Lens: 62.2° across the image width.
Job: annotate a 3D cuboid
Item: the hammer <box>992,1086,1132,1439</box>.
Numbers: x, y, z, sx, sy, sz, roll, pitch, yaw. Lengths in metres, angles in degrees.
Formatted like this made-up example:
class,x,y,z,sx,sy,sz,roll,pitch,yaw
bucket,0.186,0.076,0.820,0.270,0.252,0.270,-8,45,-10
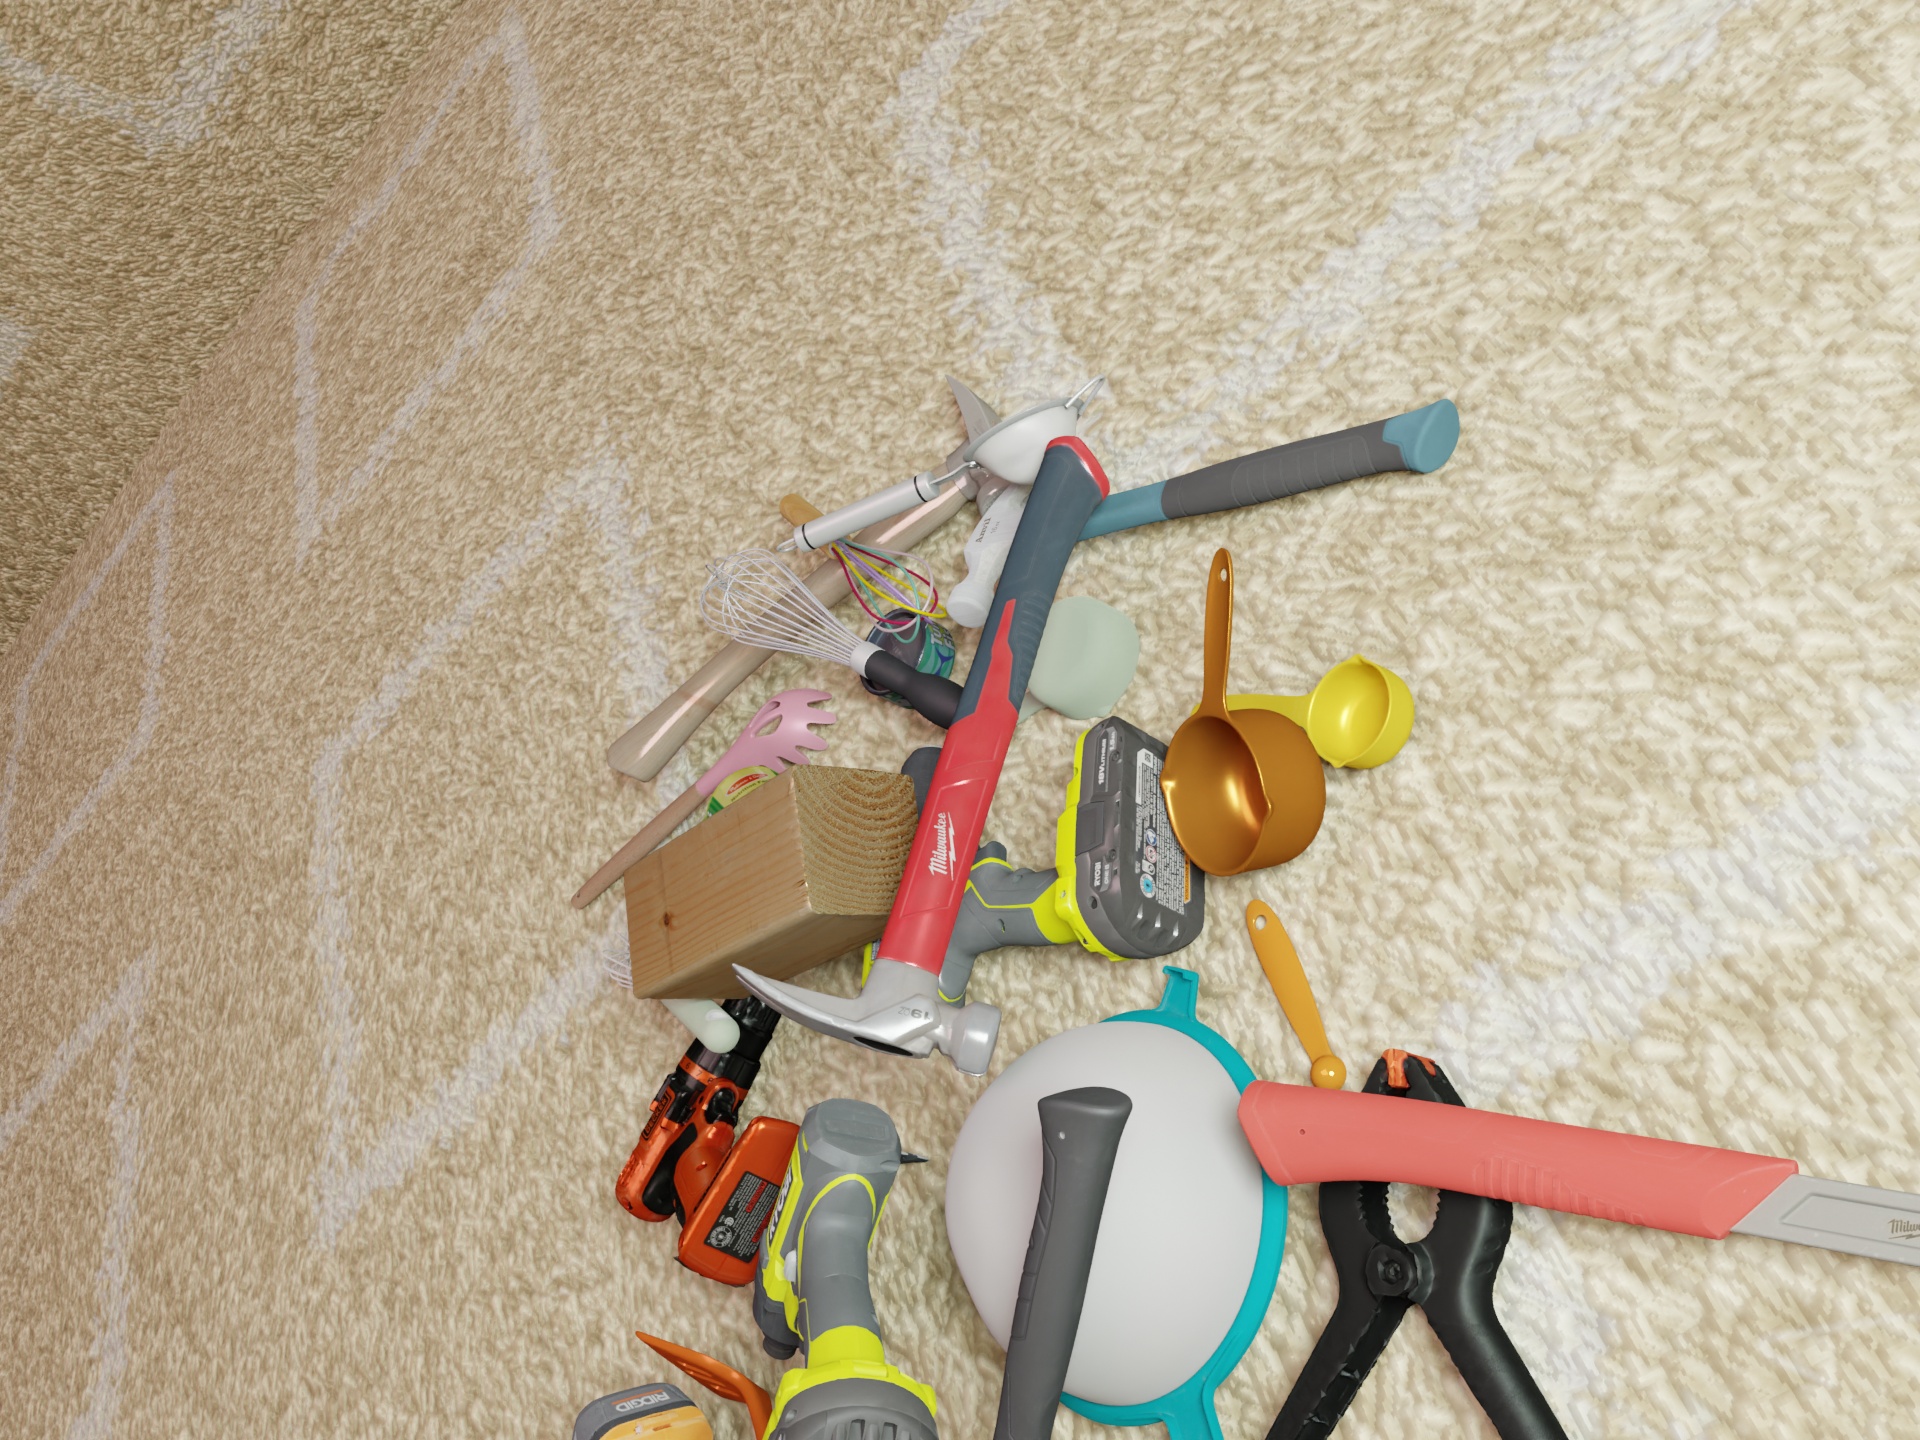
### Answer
class,x,y,z,sx,sy,sz,roll,pitch,yaw
hammer,0.035,0.322,0.738,0.146,0.035,0.334,26,112,45

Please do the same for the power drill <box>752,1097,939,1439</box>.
class,x,y,z,sx,sy,sz,roll,pitch,yaw
power drill,-0.072,0.334,0.835,0.223,0.080,0.171,-105,31,-63

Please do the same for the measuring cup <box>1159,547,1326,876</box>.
class,x,y,z,sx,sy,sz,roll,pitch,yaw
measuring cup,0.155,-0.005,0.846,0.095,0.052,0.173,14,105,61

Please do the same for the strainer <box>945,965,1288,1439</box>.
class,x,y,z,sx,sy,sz,roll,pitch,yaw
strainer,0.071,0.289,0.773,0.211,0.095,0.341,-47,38,27

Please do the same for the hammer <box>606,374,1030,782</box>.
class,x,y,z,sx,sy,sz,roll,pitch,yaw
hammer,-0.123,-0.091,1.205,0.410,0.038,0.146,-38,46,21

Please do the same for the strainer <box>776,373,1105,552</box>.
class,x,y,z,sx,sy,sz,roll,pitch,yaw
strainer,-0.014,-0.156,1.050,0.258,0.087,0.050,-19,84,24

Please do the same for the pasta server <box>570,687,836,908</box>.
class,x,y,z,sx,sy,sz,roll,pitch,yaw
pasta server,-0.212,0.070,1.254,0.316,0.040,0.060,-39,47,31

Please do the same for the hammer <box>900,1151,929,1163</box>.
class,x,y,z,sx,sy,sz,roll,pitch,yaw
hammer,-0.034,0.432,0.885,0.149,0.036,0.409,-41,47,23

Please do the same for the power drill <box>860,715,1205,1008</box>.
class,x,y,z,sx,sy,sz,roll,pitch,yaw
power drill,0.033,0.081,0.958,0.228,0.080,0.191,-22,51,40

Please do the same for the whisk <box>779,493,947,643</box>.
class,x,y,z,sx,sy,sz,roll,pitch,yaw
whisk,-0.074,-0.114,1.120,0.245,0.047,0.051,42,144,54

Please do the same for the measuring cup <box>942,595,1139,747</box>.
class,x,y,z,sx,sy,sz,roll,pitch,yaw
measuring cup,0.039,-0.021,1.026,0.167,0.038,0.083,-33,50,28

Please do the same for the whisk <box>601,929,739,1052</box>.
class,x,y,z,sx,sy,sz,roll,pitch,yaw
whisk,-0.205,0.191,1.129,0.246,0.057,0.059,15,103,63

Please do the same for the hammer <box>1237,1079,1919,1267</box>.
class,x,y,z,sx,sy,sz,roll,pitch,yaw
hammer,0.283,0.178,0.644,0.359,0.036,0.149,1,72,37

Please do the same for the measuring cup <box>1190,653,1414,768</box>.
class,x,y,z,sx,sy,sz,roll,pitch,yaw
measuring cup,0.187,-0.002,0.883,0.156,0.029,0.062,-1,75,58

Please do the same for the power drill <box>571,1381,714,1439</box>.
class,x,y,z,sx,sy,sz,roll,pitch,yaw
power drill,-0.154,0.523,0.921,0.226,0.084,0.185,25,106,47

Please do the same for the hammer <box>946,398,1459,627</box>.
class,x,y,z,sx,sy,sz,roll,pitch,yaw
hammer,0.139,-0.136,0.967,0.331,0.033,0.128,-9,47,39

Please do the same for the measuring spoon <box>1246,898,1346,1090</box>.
class,x,y,z,sx,sy,sz,roll,pitch,yaw
measuring spoon,0.172,0.141,0.831,0.021,0.011,0.117,-40,47,25

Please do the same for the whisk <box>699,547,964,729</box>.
class,x,y,z,sx,sy,sz,roll,pitch,yaw
whisk,-0.083,-0.054,1.090,0.285,0.070,0.070,29,93,37

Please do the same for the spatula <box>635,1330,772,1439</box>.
class,x,y,z,sx,sy,sz,roll,pitch,yaw
spatula,-0.100,0.427,0.880,0.041,0.081,0.323,-47,27,-10

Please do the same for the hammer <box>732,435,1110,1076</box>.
class,x,y,z,sx,sy,sz,roll,pitch,yaw
hammer,-0.001,-0.003,0.903,0.143,0.038,0.386,15,66,5
